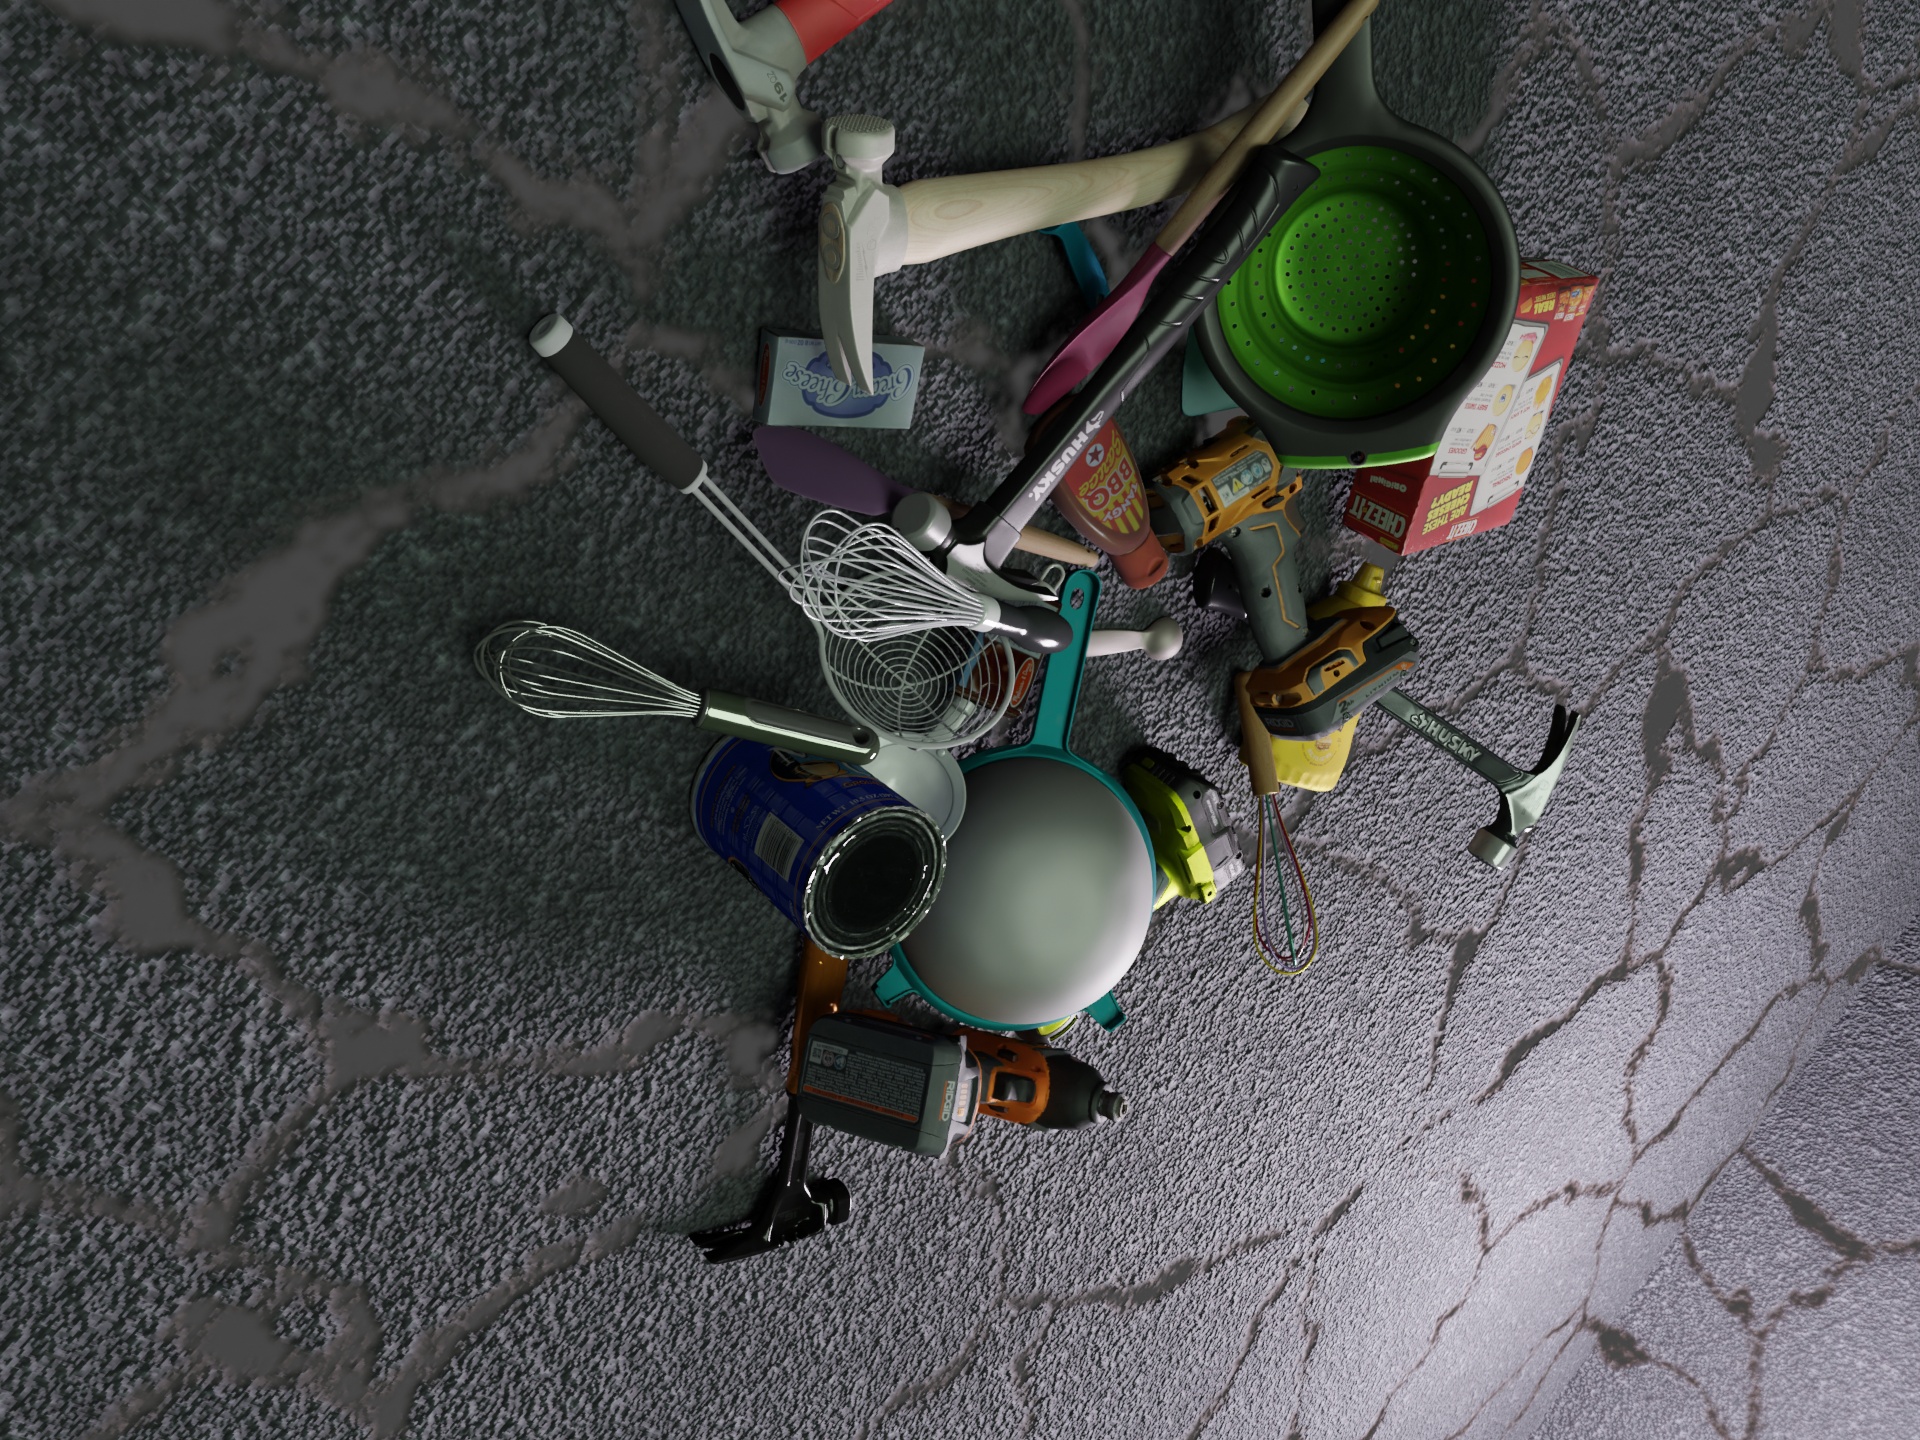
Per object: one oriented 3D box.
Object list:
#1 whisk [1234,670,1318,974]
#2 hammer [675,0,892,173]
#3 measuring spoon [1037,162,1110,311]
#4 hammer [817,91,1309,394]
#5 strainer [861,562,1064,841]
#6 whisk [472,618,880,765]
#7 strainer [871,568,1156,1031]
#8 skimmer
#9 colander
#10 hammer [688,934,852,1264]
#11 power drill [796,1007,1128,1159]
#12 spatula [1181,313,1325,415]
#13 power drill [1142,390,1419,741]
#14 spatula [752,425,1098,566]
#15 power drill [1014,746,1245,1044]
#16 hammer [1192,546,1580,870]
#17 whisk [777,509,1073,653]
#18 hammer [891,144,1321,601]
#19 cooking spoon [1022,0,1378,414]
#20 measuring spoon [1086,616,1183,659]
[{"bbox_3d":[0.245,0.081,1.273,0.051,0.047,0.245,7,73,-68],"label":"whisk"},{"bbox_3d":[0.011,-0.465,0.857,0.386,0.038,0.143,-42,132,-14],"label":"hammer"},{"bbox_3d":[0.067,-0.302,1.012,0.042,0.021,0.128,-52,144,-9],"label":"measuring spoon"},{"bbox_3d":[0.080,-0.315,0.969,0.410,0.038,0.146,-26,133,-36],"label":"hammer"},{"bbox_3d":[-0.002,-0.003,1.095,0.087,0.050,0.258,35,80,-1],"label":"strainer"},{"bbox_3d":[-0.157,-0.010,0.915,0.246,0.058,0.059,15,138,-26],"label":"whisk"},{"bbox_3d":[0.066,0.064,1.109,0.211,0.095,0.340,10,95,-17],"label":"strainer"},{"bbox_3d":[-0.096,-0.109,0.924,0.362,0.090,0.127,46,49,-42],"label":"skimmer"},{"bbox_3d":[0.247,-0.365,1.015,0.094,0.204,0.396,-62,148,-63],"label":"colander"},{"bbox_3d":[-0.113,0.235,1.135,0.127,0.034,0.336,-7,117,-39],"label":"hammer"},{"bbox_3d":[0.009,0.259,1.131,0.226,0.164,0.084,19,80,-57],"label":"power drill"},{"bbox_3d":[0.291,-0.287,1.201,0.317,0.044,0.082,-19,123,-37],"label":"spatula"},{"bbox_3d":[0.252,-0.122,1.170,0.185,0.084,0.226,-34,103,-17],"label":"power drill"},{"bbox_3d":[-0.011,-0.135,1.016,0.315,0.060,0.018,11,138,-48],"label":"spatula"},{"bbox_3d":[0.105,0.129,1.233,0.223,0.080,0.171,-38,131,-14],"label":"power drill"},{"bbox_3d":[0.343,-0.026,1.283,0.408,0.036,0.149,30,95,-25],"label":"hammer"},{"bbox_3d":[-0.006,-0.070,0.944,0.284,0.070,0.070,9,107,-57],"label":"whisk"},{"bbox_3d":[0.104,-0.214,0.985,0.335,0.035,0.146,-50,144,6],"label":"hammer"},{"bbox_3d":[0.142,-0.314,0.986,0.319,0.017,0.068,-48,165,22],"label":"cooking spoon"},{"bbox_3d":[0.122,-0.056,1.185,0.124,0.018,0.034,-6,117,-37],"label":"measuring spoon"}]
